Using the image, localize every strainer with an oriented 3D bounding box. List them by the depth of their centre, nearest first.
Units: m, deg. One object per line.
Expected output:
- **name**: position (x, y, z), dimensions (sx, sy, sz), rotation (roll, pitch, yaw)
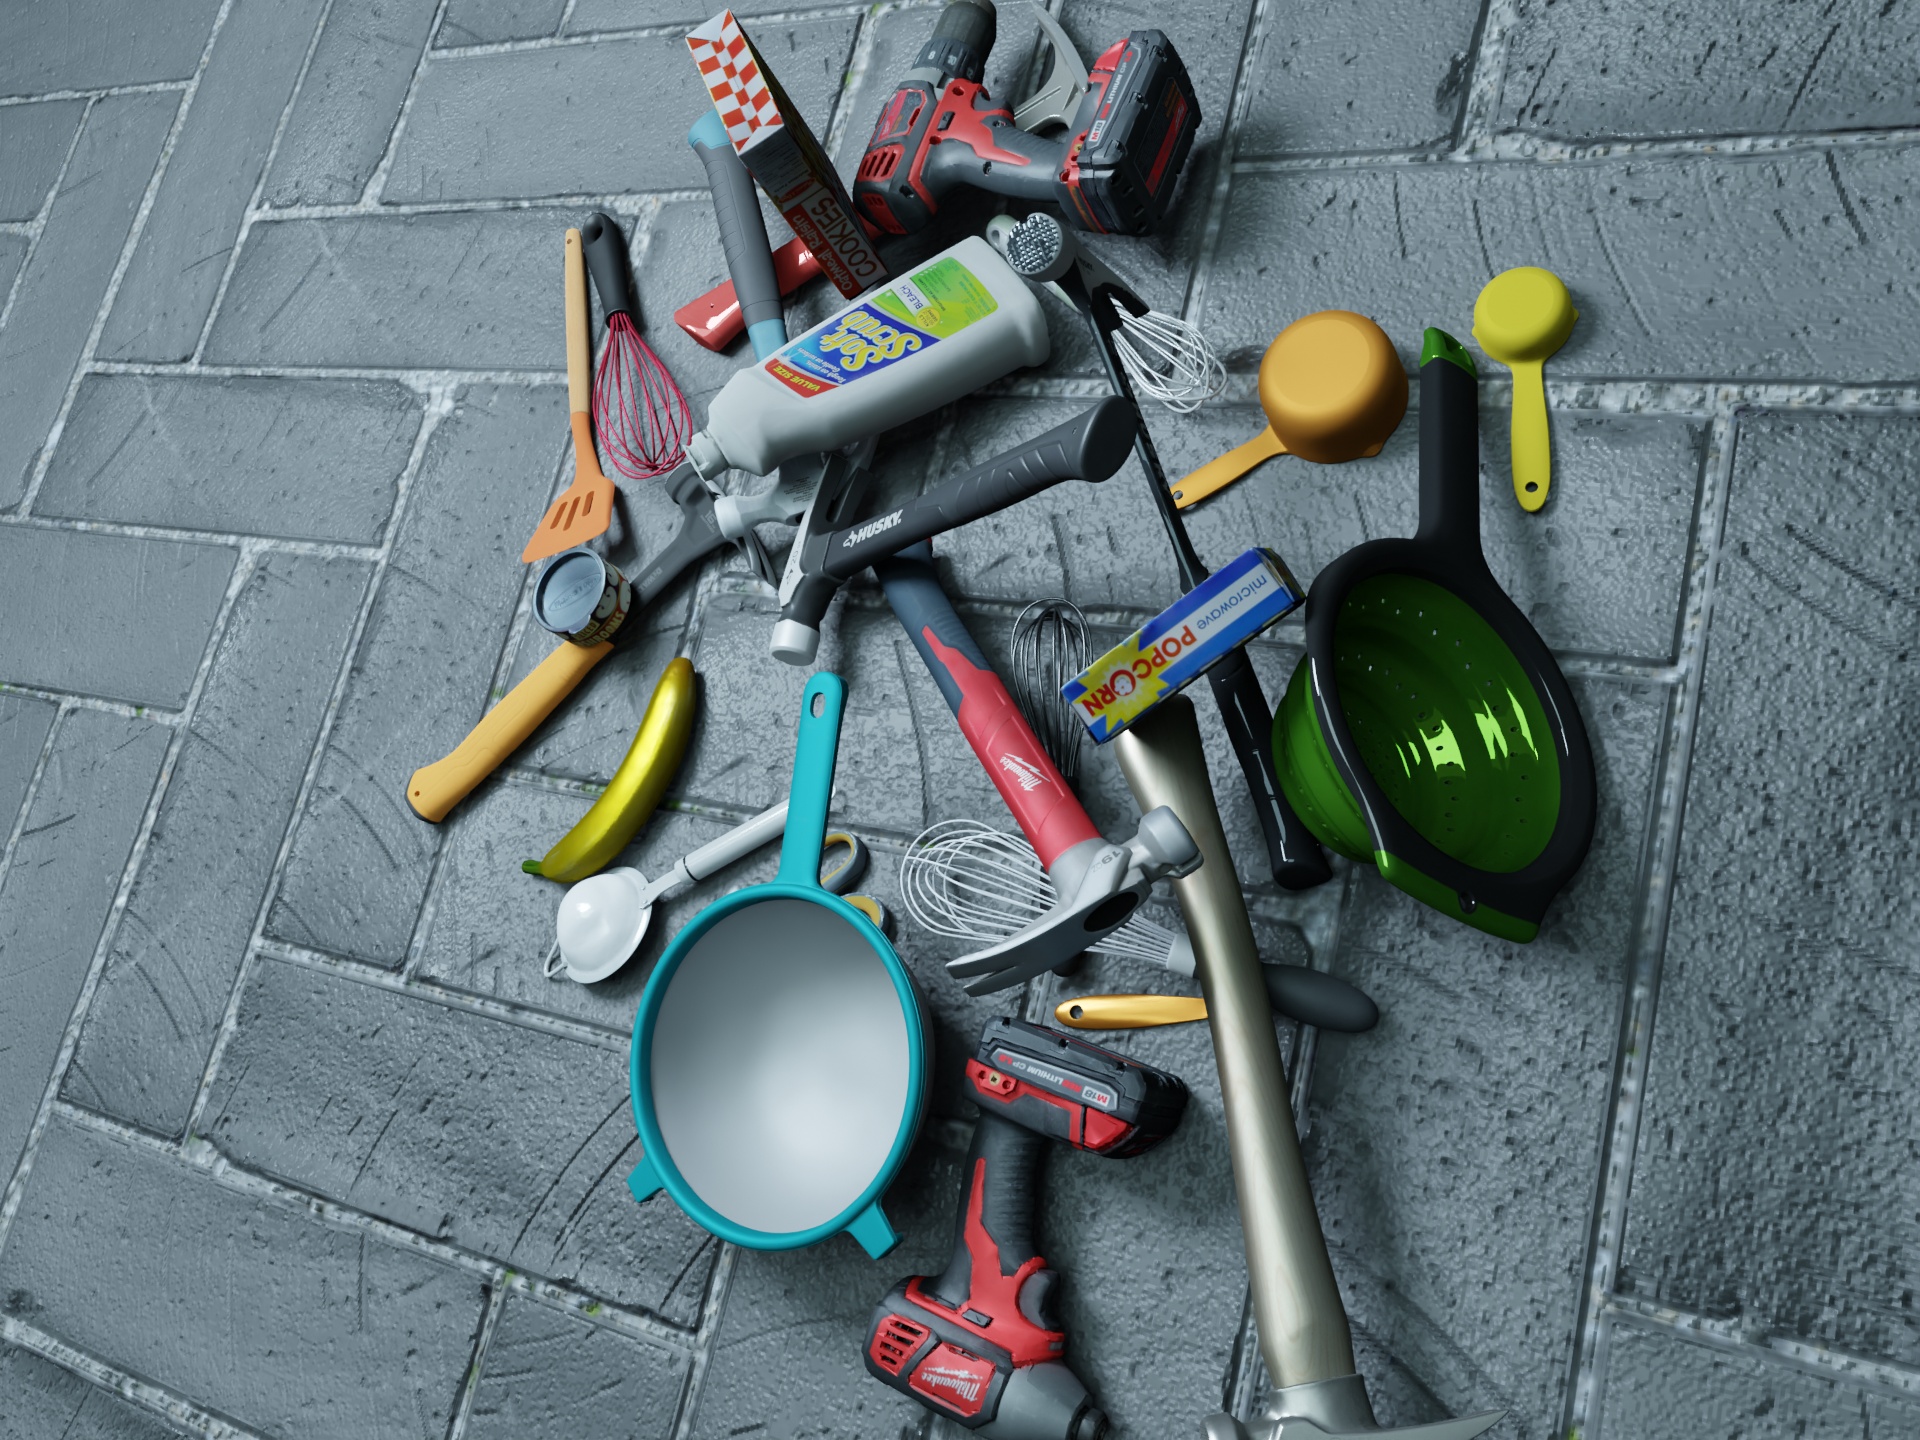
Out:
- **strainer**: position (-0.084, 0.145, 0.975), dimensions (0.211, 0.095, 0.340), rotation (2, 79, 31)
- **strainer**: position (-0.195, 0.105, 1.089), dimensions (0.258, 0.050, 0.087), rotation (-29, 48, 10)

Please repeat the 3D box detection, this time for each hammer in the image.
- **hammer**: position (0.160, 0.174, 0.839), dimensions (0.146, 0.038, 0.411), rotation (-9, 67, -3)
- **hammer**: position (0.133, -0.096, 0.934), dimensions (0.036, 0.149, 0.409), rotation (-23, 82, 24)
- **hammer**: position (-0.002, -0.003, 0.954), dimensions (0.143, 0.038, 0.387), rotation (-33, 41, 2)
- **hammer**: position (-0.012, -0.133, 0.974), dimensions (0.335, 0.035, 0.146), rotation (-16, 56, 53)
- **hammer**: position (-0.146, -0.299, 1.159), dimensions (0.128, 0.033, 0.331), rotation (-14, 77, -1)
- **hammer**: position (-0.285, -0.039, 1.183), dimensions (0.337, 0.034, 0.127), rotation (-43, 59, 7)
- **hammer**: position (-0.062, -0.391, 1.196), dimensions (0.359, 0.036, 0.149), rotation (-27, 63, 15)

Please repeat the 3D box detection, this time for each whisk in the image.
- **whisk**: position (0.097, 0.125, 0.910), dimensions (0.285, 0.070, 0.070), rotation (18, 81, 15)
- **whisk**: position (0.059, 0.038, 0.985), dimensions (0.055, 0.055, 0.239), rotation (-7, 74, 23)
- **whisk**: position (0.092, -0.282, 1.081), dimensions (0.059, 0.057, 0.247), rotation (-25, 52, -23)
- **whisk**: position (-0.266, -0.302, 1.255), dimensions (0.073, 0.073, 0.296), rotation (-28, 57, 15)

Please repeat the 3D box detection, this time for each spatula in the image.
- **spatula**: position (-0.310, -0.267, 1.270), dimensions (0.081, 0.041, 0.323), rotation (-17, 65, 21)

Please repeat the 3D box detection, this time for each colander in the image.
- **colander**: position (0.249, -0.056, 0.897), dimensions (0.094, 0.204, 0.397), rotation (-36, 36, 50)

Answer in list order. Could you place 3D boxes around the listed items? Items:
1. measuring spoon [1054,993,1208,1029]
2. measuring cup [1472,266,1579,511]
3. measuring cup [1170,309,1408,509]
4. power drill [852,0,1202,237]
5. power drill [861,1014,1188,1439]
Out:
- **measuring spoon**: position (0.109, 0.170, 0.934), dimensions (0.117, 0.011, 0.021), rotation (-6, 70, 24)
- **measuring cup**: position (0.335, -0.199, 0.941), dimensions (0.062, 0.029, 0.157), rotation (-5, 69, 24)
- **measuring cup**: position (0.193, -0.188, 0.992), dimensions (0.173, 0.052, 0.095), rotation (-31, 62, 11)
- **power drill**: position (0.046, -0.421, 1.095), dimensions (0.227, 0.080, 0.188), rotation (13, 74, 32)
- **power drill**: position (0.042, 0.289, 0.890), dimensions (0.143, 0.078, 0.220), rotation (16, 83, 29)
